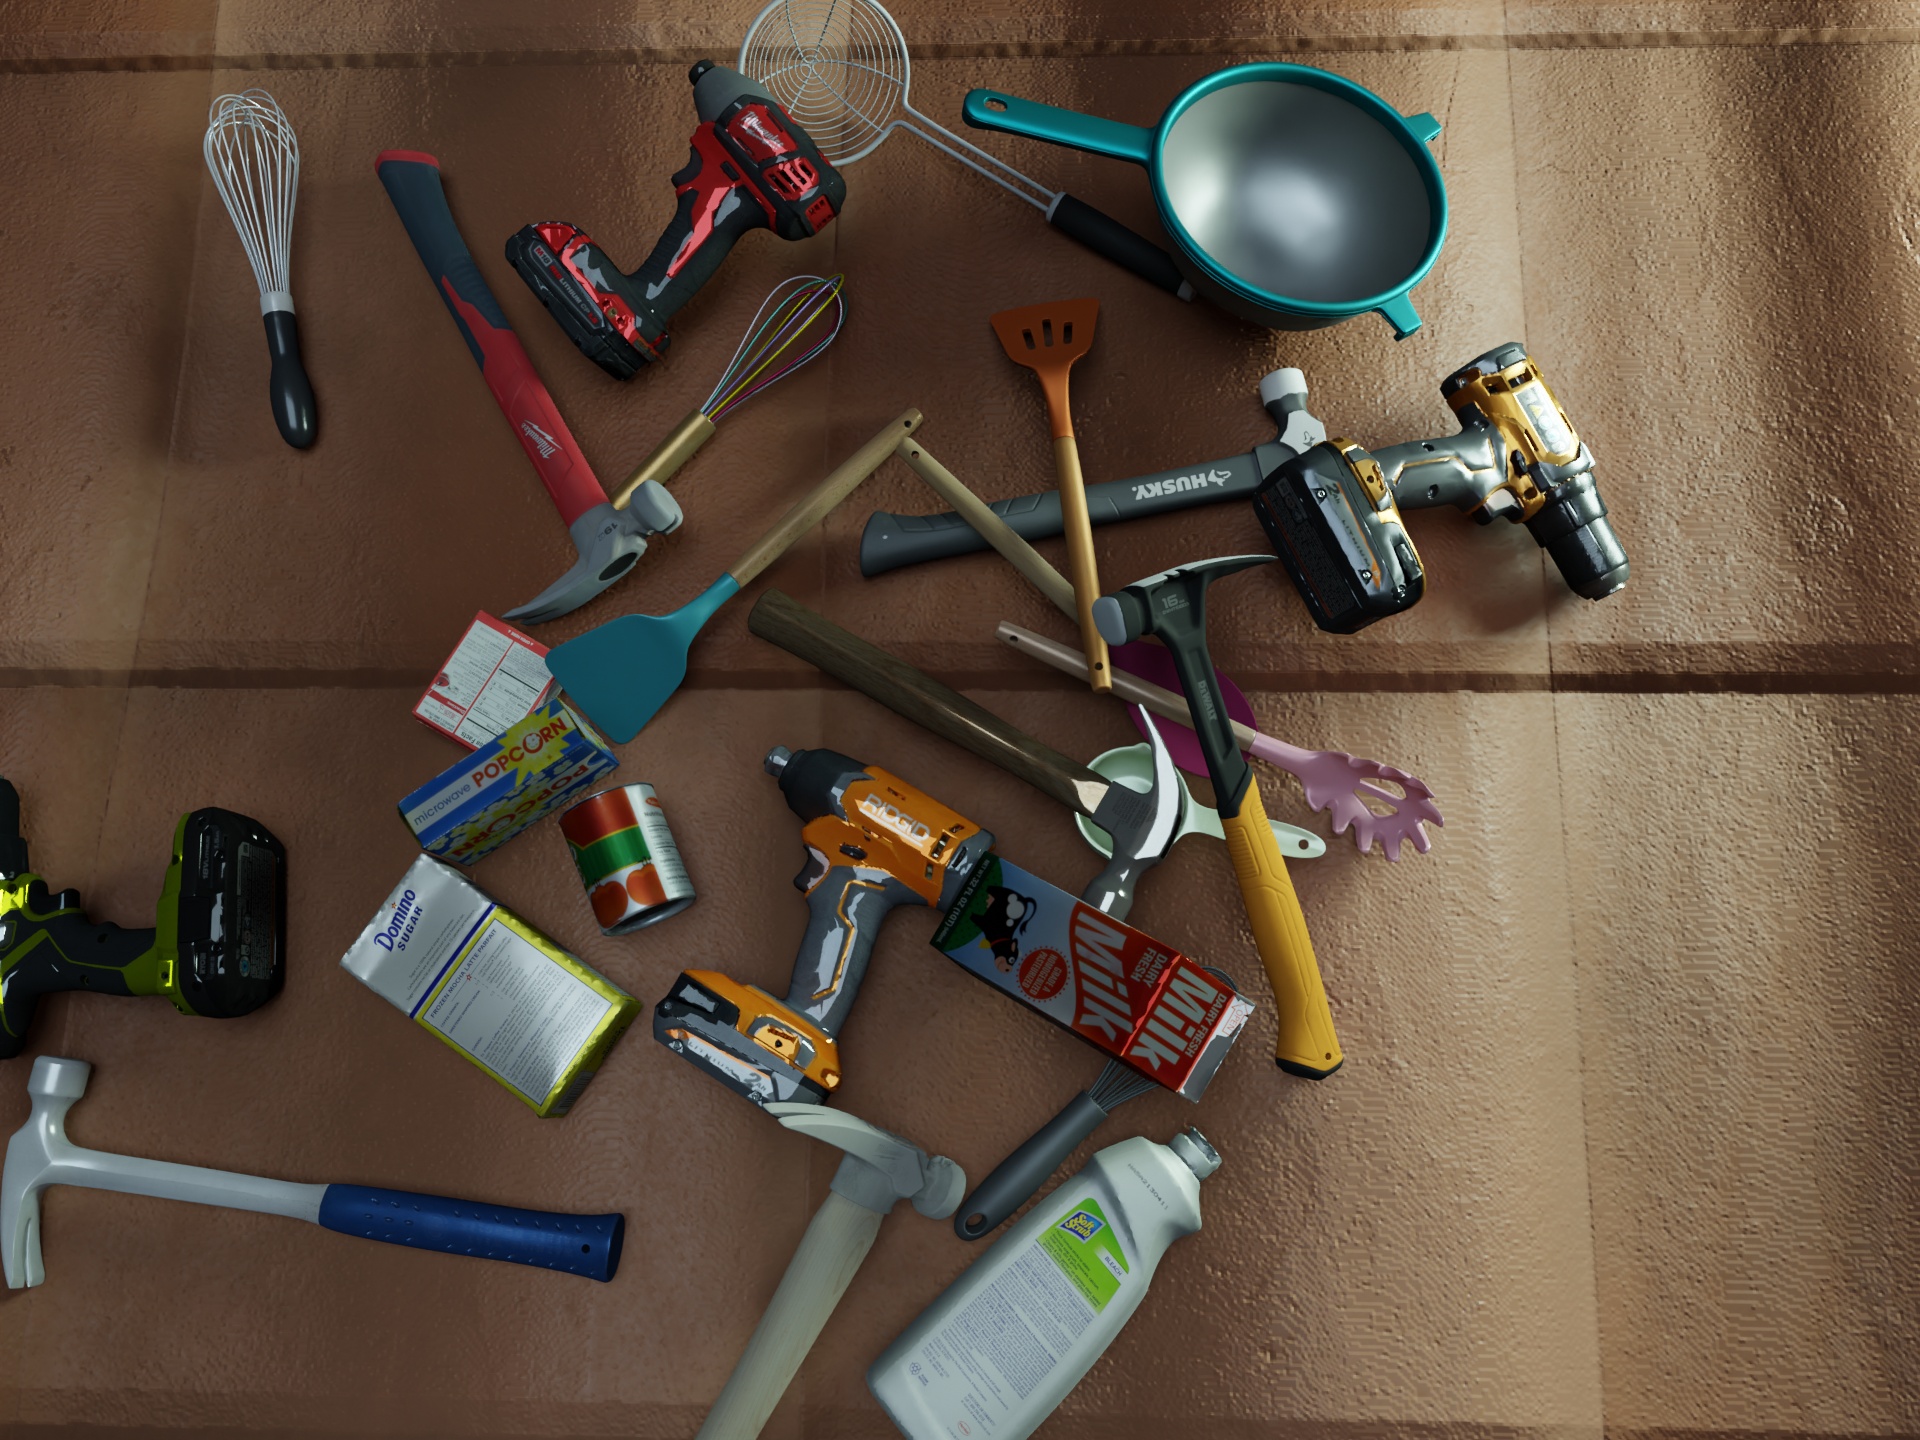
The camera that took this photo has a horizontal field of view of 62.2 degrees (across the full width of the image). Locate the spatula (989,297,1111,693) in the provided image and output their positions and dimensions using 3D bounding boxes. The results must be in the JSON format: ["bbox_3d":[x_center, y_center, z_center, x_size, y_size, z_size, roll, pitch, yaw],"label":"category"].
[{"bbox_3d":[0.075,-0.164,1.082,0.081,0.041,0.323,-8,68,5],"label":"spatula"}]

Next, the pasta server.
[{"bbox_3d":[0.167,0.005,1.051,0.316,0.040,0.060,24,112,2],"label":"pasta server"}]

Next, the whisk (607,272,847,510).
[{"bbox_3d":[-0.168,-0.233,1.145,0.245,0.051,0.047,-47,58,-4],"label":"whisk"}]

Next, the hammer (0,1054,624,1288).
[{"bbox_3d":[-0.420,0.316,1.023,0.405,0.035,0.144,7,77,4],"label":"hammer"}]

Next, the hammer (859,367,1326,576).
[{"bbox_3d":[0.093,-0.145,1.110,0.335,0.035,0.146,-11,76,0],"label":"hammer"}]

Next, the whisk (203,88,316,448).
[{"bbox_3d":[-0.509,-0.336,1.176,0.070,0.070,0.285,-13,81,0],"label":"whisk"}]

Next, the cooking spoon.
[{"bbox_3d":[0.076,-0.080,1.078,0.319,0.017,0.069,43,95,0],"label":"cooking spoon"}]

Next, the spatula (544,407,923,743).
[{"bbox_3d":[-0.145,-0.116,1.114,0.317,0.044,0.082,-44,105,-15],"label":"spatula"}]

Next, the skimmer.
[{"bbox_3d":[0.010,-0.401,1.147,0.363,0.090,0.127,33,112,7],"label":"skimmer"}]

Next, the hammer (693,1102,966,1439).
[{"bbox_3d":[-0.148,0.429,0.952,0.146,0.038,0.411,33,82,-32],"label":"hammer"}]

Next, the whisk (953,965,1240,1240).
[{"bbox_3d":[0.087,0.247,1.013,0.239,0.055,0.055,-43,78,-3],"label":"whisk"}]

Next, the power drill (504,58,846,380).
[{"bbox_3d":[-0.204,-0.359,1.130,0.219,0.078,0.143,-39,85,3],"label":"power drill"}]

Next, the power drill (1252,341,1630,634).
[{"bbox_3d":[0.331,-0.134,1.059,0.226,0.084,0.185,-26,85,-20],"label":"power drill"}]

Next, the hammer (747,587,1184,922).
[{"bbox_3d":[-0.002,-0.003,1.057,0.331,0.031,0.130,30,85,18],"label":"hammer"}]

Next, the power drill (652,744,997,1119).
[{"bbox_3d":[-0.101,0.130,1.032,0.164,0.084,0.226,30,76,10],"label":"power drill"}]

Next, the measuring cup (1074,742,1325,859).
[{"bbox_3d":[0.156,0.068,1.055,0.167,0.038,0.083,13,77,4],"label":"measuring cup"}]

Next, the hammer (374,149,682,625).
[{"bbox_3d":[-0.344,-0.254,1.149,0.143,0.038,0.386,-35,73,12],"label":"hammer"}]

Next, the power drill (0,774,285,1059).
[{"bbox_3d":[-0.577,0.122,1.058,0.228,0.080,0.191,-6,77,4],"label":"power drill"}]

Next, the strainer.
[{"bbox_3d":[0.162,-0.364,1.114,0.340,0.095,0.211,13,67,-2],"label":"strainer"}]

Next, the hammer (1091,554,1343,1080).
[{"bbox_3d":[0.185,0.064,1.002,0.127,0.034,0.337,-21,97,-26],"label":"hammer"}]
